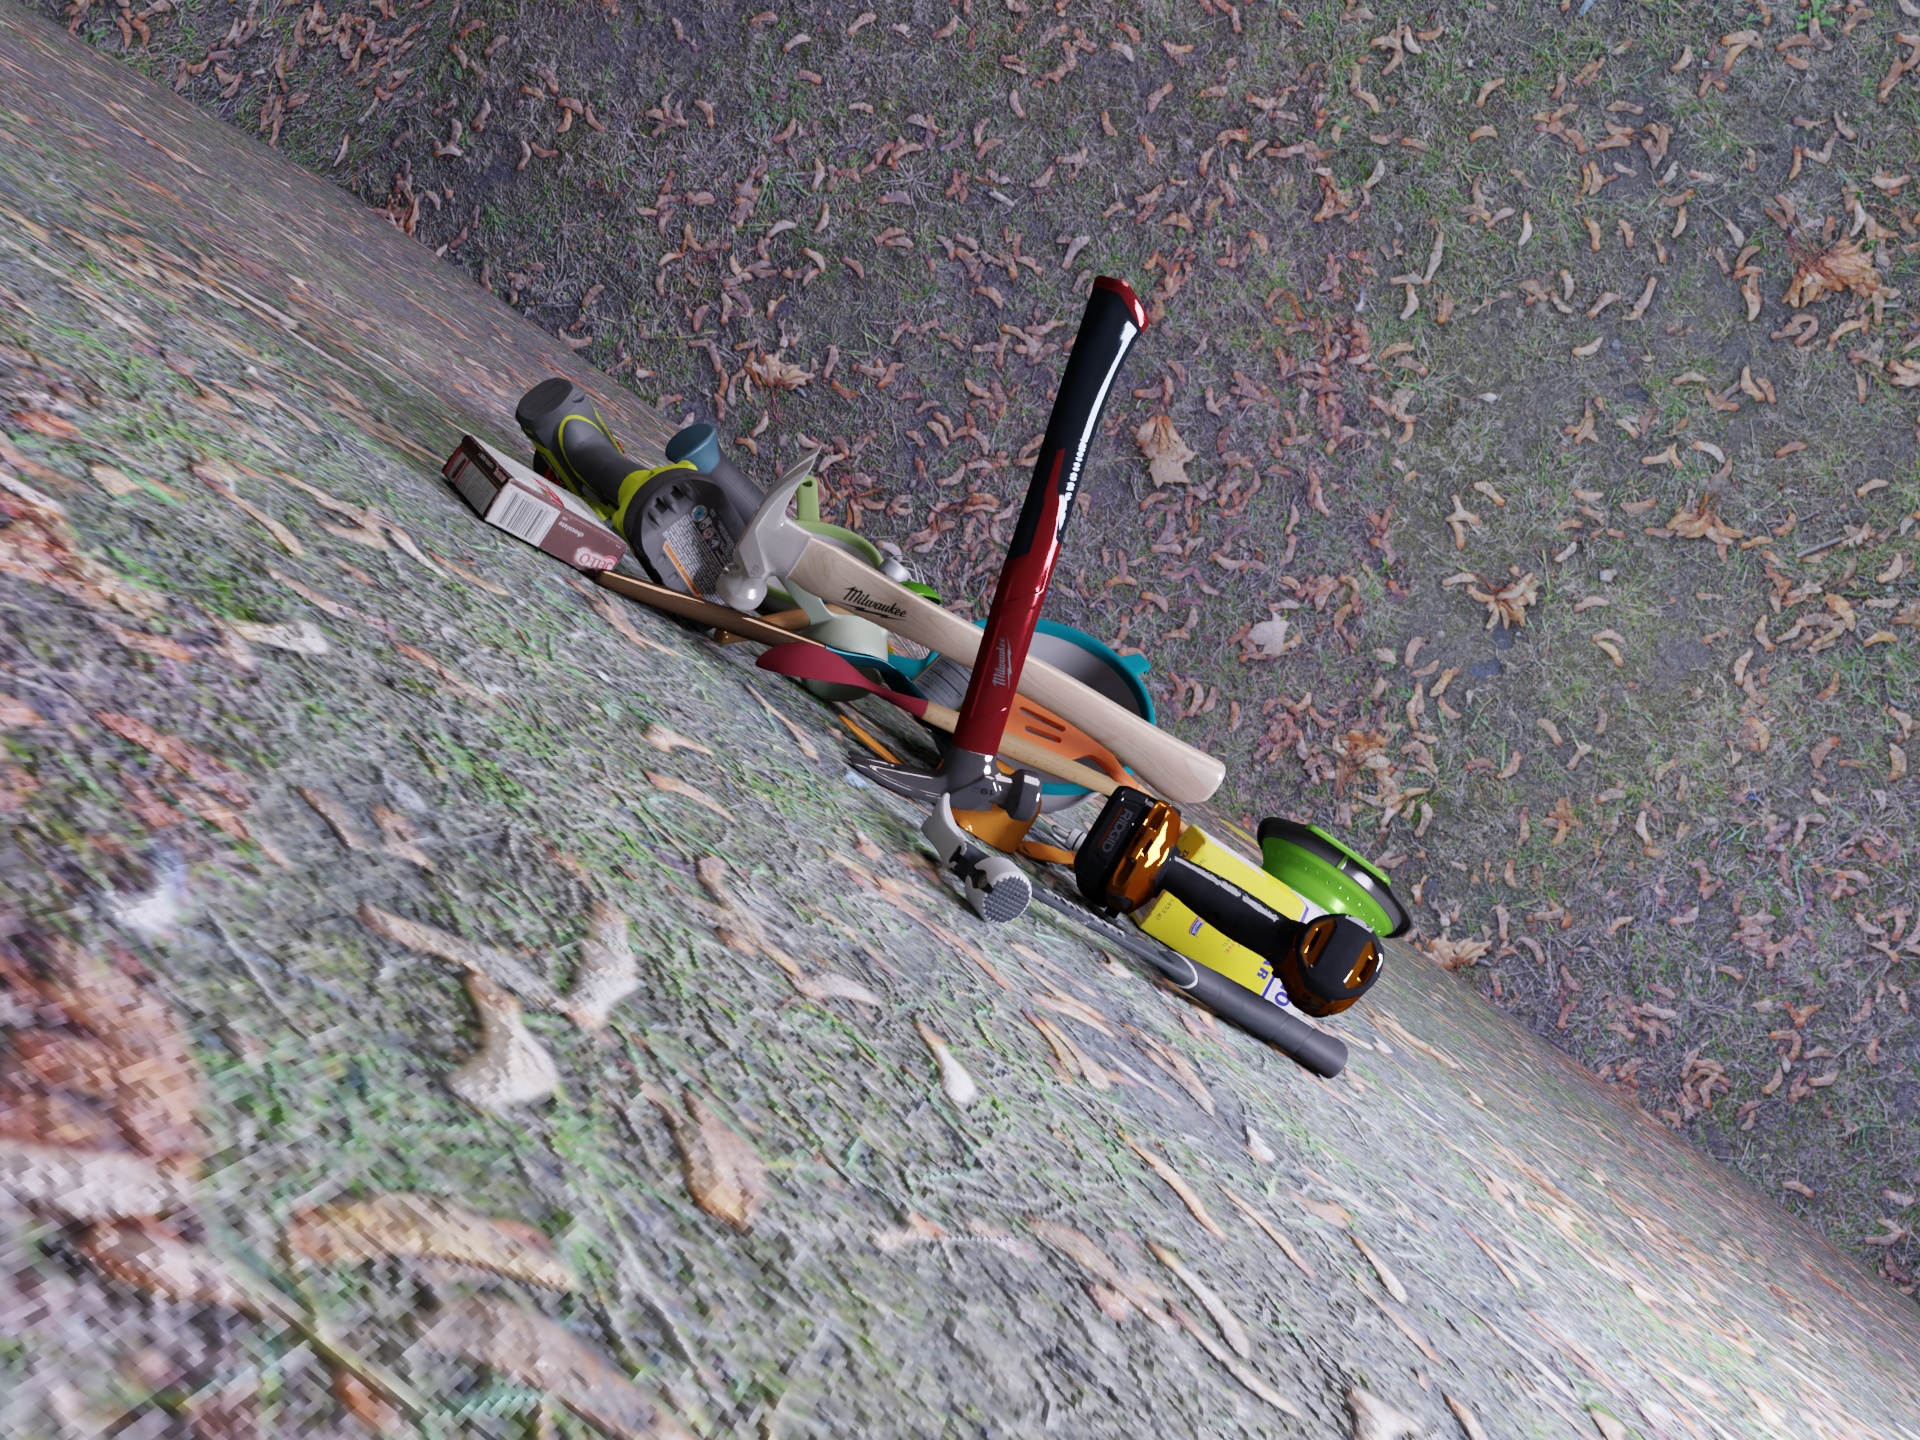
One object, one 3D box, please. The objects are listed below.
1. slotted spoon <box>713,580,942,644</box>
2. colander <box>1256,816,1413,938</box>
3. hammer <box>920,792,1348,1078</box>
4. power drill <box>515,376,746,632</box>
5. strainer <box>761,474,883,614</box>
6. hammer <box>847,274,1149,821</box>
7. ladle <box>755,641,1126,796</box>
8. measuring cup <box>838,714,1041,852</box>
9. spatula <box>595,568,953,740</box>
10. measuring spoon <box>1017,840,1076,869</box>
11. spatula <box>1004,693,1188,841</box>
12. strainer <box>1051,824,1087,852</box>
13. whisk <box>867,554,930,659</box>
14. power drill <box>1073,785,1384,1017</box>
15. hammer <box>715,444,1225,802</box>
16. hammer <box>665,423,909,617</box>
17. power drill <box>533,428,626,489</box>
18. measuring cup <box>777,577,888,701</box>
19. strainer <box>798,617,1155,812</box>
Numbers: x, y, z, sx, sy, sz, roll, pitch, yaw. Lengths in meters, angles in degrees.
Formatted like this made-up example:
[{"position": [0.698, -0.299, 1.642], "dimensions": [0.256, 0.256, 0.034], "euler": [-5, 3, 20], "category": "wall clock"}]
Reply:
[{"position": [-0.111, -0.093, 1.372], "dimensions": [0.070, 0.031, 0.313], "euler": [-10, 5, 31], "category": "slotted spoon"}, {"position": [0.408, 0.233, 1.889], "dimensions": [0.204, 0.094, 0.396], "euler": [36, -12, 14], "category": "colander"}, {"position": [0.134, 0.164, 1.106], "dimensions": [0.408, 0.036, 0.149], "euler": [32, 6, -31], "category": "hammer"}, {"position": [-0.253, -0.167, 1.271], "dimensions": [0.223, 0.080, 0.171], "euler": [37, -17, 41], "category": "power drill"}, {"position": [-0.160, -0.169, 1.658], "dimensions": [0.151, 0.069, 0.257], "euler": [4, 36, -10], "category": "strainer"}, {"position": [0.037, -0.123, 1.120], "dimensions": [0.143, 0.386, 0.038], "euler": [14, 13, -13], "category": "hammer"}, {"position": [-0.006, 0.002, 1.205], "dimensions": [0.315, 0.031, 0.069], "euler": [22, 5, -20], "category": "ladle"}, {"position": [-0.013, 0.032, 1.234], "dimensions": [0.173, 0.052, 0.095], "euler": [37, 6, 4], "category": "measuring cup"}, {"position": [-0.133, -0.050, 1.220], "dimensions": [0.317, 0.044, 0.082], "euler": [19, 2, -28], "category": "spatula"}, {"position": [0.072, 0.112, 1.296], "dimensions": [0.021, 0.011, 0.116], "euler": [51, 16, 27], "category": "measuring spoon"}, {"position": [0.150, 0.073, 1.312], "dimensions": [0.322, 0.041, 0.081], "euler": [42, 47, -22], "category": "spatula"}, {"position": [0.189, 0.161, 1.404], "dimensions": [0.258, 0.050, 0.086], "euler": [30, -22, 16], "category": "strainer"}, {"position": [-0.037, -0.068, 1.601], "dimensions": [0.070, 0.070, 0.285], "euler": [29, 28, -45], "category": "whisk"}, {"position": [0.201, 0.147, 1.197], "dimensions": [0.226, 0.084, 0.164], "euler": [29, -13, 14], "category": "power drill"}, {"position": [0.026, -0.054, 1.193], "dimensions": [0.410, 0.146, 0.038], "euler": [28, 40, -12], "category": "hammer"}, {"position": [-0.154, -0.157, 1.386], "dimensions": [0.033, 0.128, 0.330], "euler": [33, -7, 33], "category": "hammer"}, {"position": [-0.281, -0.204, 1.480], "dimensions": [0.219, 0.078, 0.143], "euler": [31, 14, -7], "category": "power drill"}, {"position": [-0.112, -0.072, 1.270], "dimensions": [0.167, 0.083, 0.038], "euler": [58, 19, -49], "category": "measuring cup"}, {"position": [-0.002, -0.005, 1.412], "dimensions": [0.340, 0.095, 0.211], "euler": [14, 45, -1], "category": "strainer"}]
